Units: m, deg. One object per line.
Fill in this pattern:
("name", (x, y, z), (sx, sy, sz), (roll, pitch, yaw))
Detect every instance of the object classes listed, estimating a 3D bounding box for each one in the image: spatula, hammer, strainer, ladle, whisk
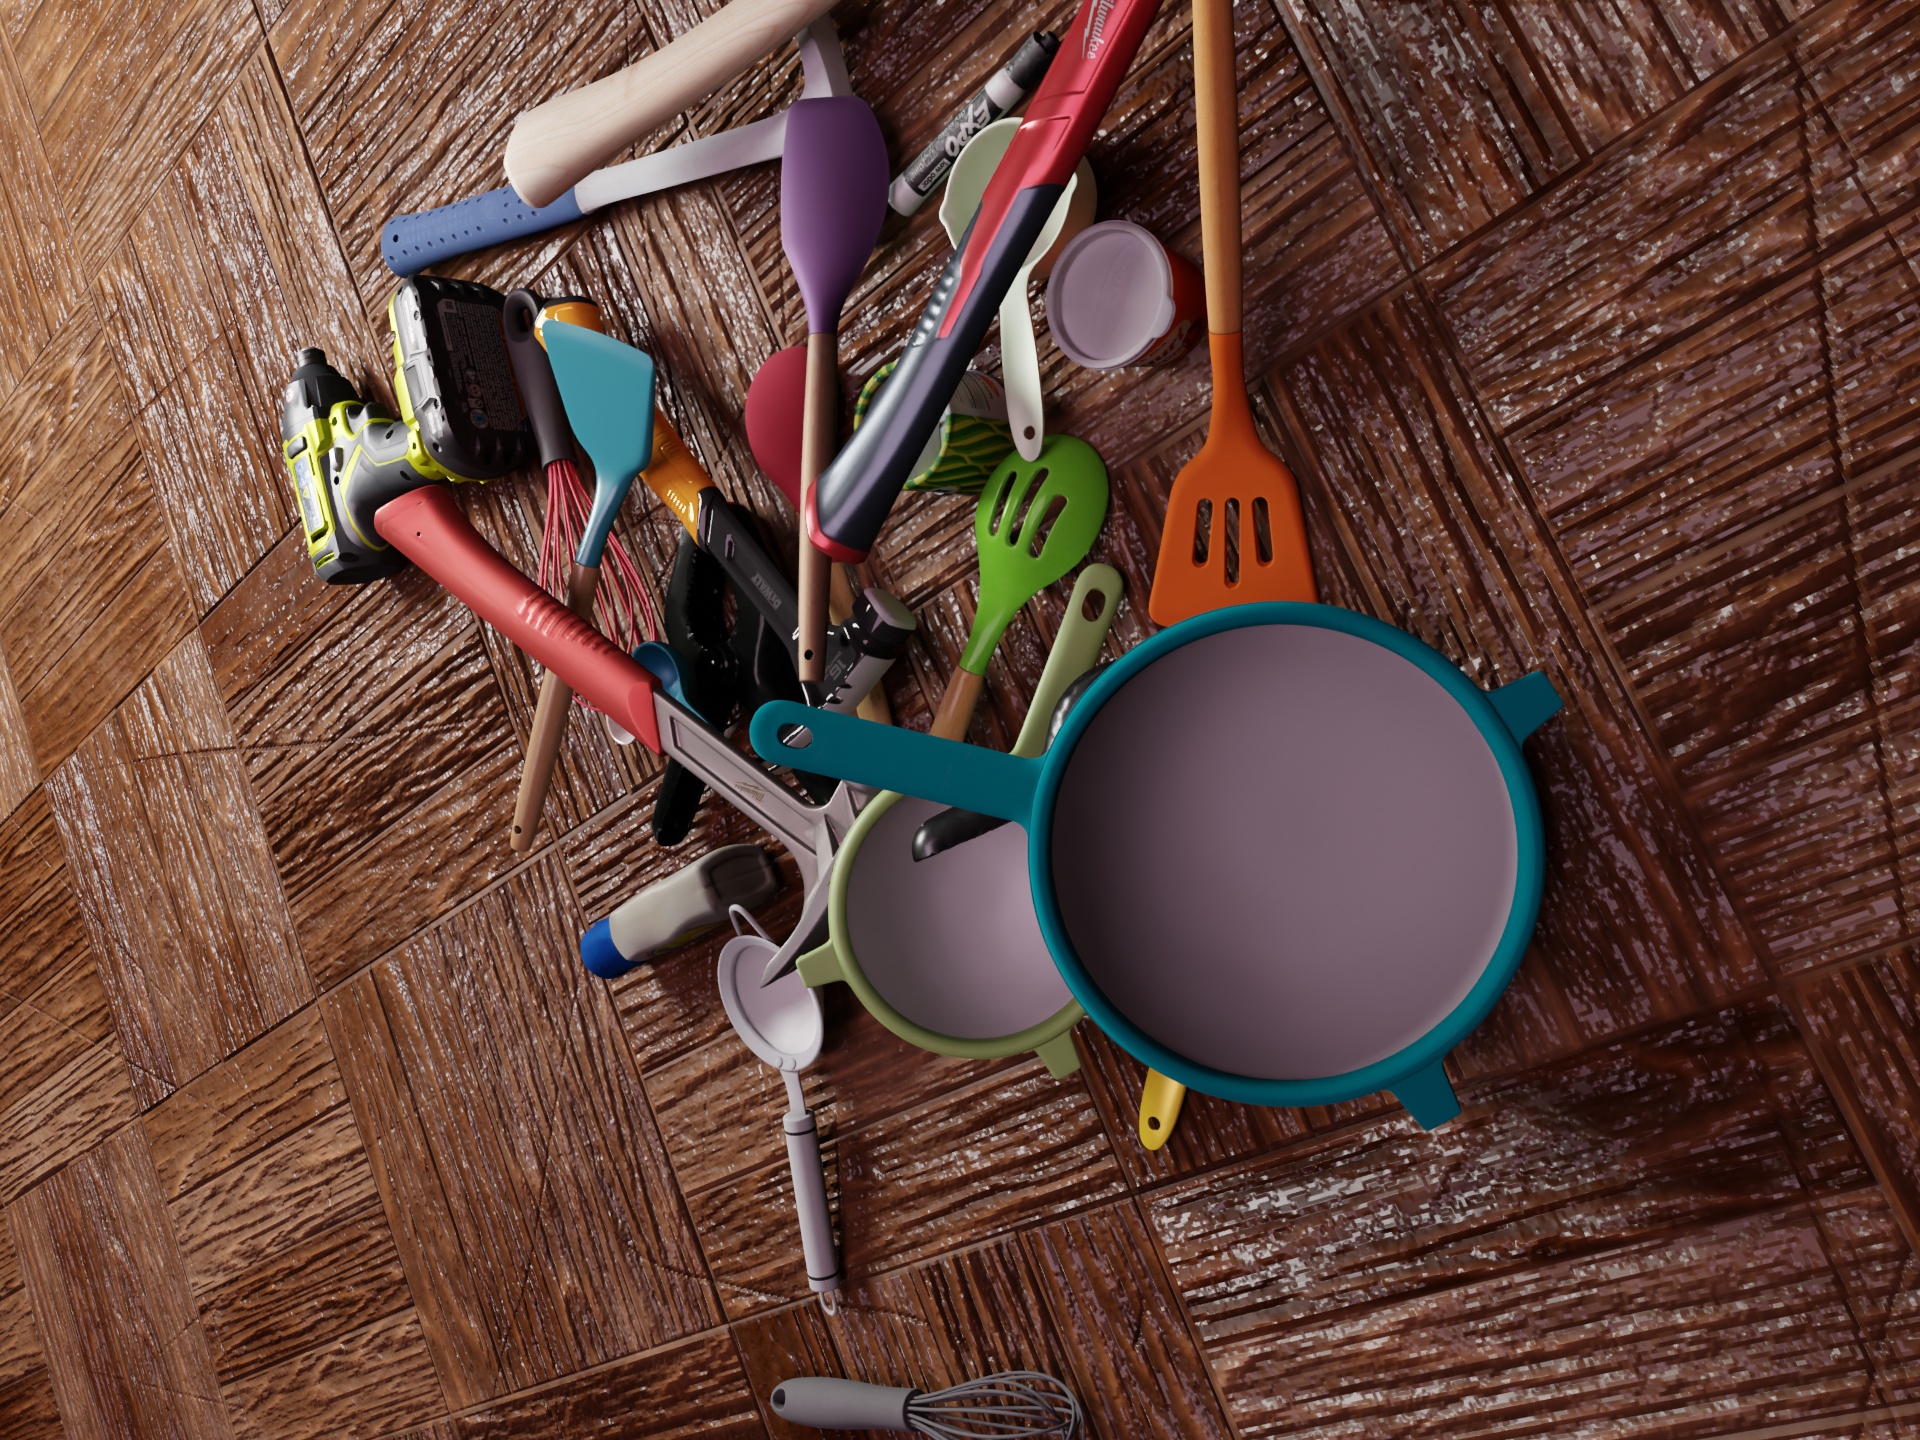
("spatula", (0.114, -0.191, 0.692), (0.081, 0.041, 0.322), (1, 120, 16))
("hammer", (-0.080, -0.375, 0.831), (0.410, 0.038, 0.146), (-24, 82, 26))
("hammer", (-0.224, -0.334, 0.981), (0.406, 0.035, 0.144), (0, 95, 36))
("strainer", (0.026, 0.042, 0.814), (0.151, 0.069, 0.256), (21, 87, -6))
("hammer", (-0.195, -0.014, 0.876), (0.359, 0.036, 0.149), (35, 111, 19))
("strainer", (-0.095, 0.228, 0.937), (0.087, 0.050, 0.258), (-2, 99, 42))
("hammer", (-0.159, -0.125, 0.917), (0.127, 0.034, 0.337), (-49, 64, 22))
("ladle", (-0.066, -0.062, 0.898), (0.069, 0.031, 0.315), (-20, 84, 38))
("whisk", (-0.248, -0.143, 1.005), (0.073, 0.073, 0.296), (-26, 73, 35))
("spatula", (-0.230, -0.067, 0.921), (0.082, 0.044, 0.317), (23, 107, 23))
("strainer", (0.078, 0.040, 0.711), (0.340, 0.095, 0.211), (13, 94, 10))
("spatula", (-0.071, -0.177, 0.836), (0.060, 0.018, 0.316), (1, 85, 10))
("whisk", (-0.026, 0.393, 0.899), (0.239, 0.055, 0.055), (-16, 85, 41))
("hammer", (0.040, -0.236, 0.728), (0.143, 0.038, 0.386), (39, 109, 28))

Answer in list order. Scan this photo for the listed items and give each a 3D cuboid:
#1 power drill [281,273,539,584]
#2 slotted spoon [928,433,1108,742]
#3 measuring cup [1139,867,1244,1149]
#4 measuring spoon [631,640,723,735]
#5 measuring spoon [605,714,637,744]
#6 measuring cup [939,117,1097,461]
("power drill", (-0.390, -0.207, 1.092), (0.223, 0.080, 0.171), (-20, 83, 39))
("slotted spoon", (-0.001, -0.003, 0.843), (0.070, 0.031, 0.313), (29, 109, 26))
("measuring cup", (0.105, 0.143, 0.786), (0.062, 0.029, 0.156), (17, 102, 34))
("measuring spoon", (-0.144, 0.004, 0.923), (0.129, 0.021, 0.042), (48, 126, 12))
("measuring spoon", (-0.235, -0.029, 1.034), (0.124, 0.018, 0.034), (45, 120, 32))
("measuring cup", (0.037, -0.214, 0.801), (0.083, 0.038, 0.167), (-2, 95, 36))
